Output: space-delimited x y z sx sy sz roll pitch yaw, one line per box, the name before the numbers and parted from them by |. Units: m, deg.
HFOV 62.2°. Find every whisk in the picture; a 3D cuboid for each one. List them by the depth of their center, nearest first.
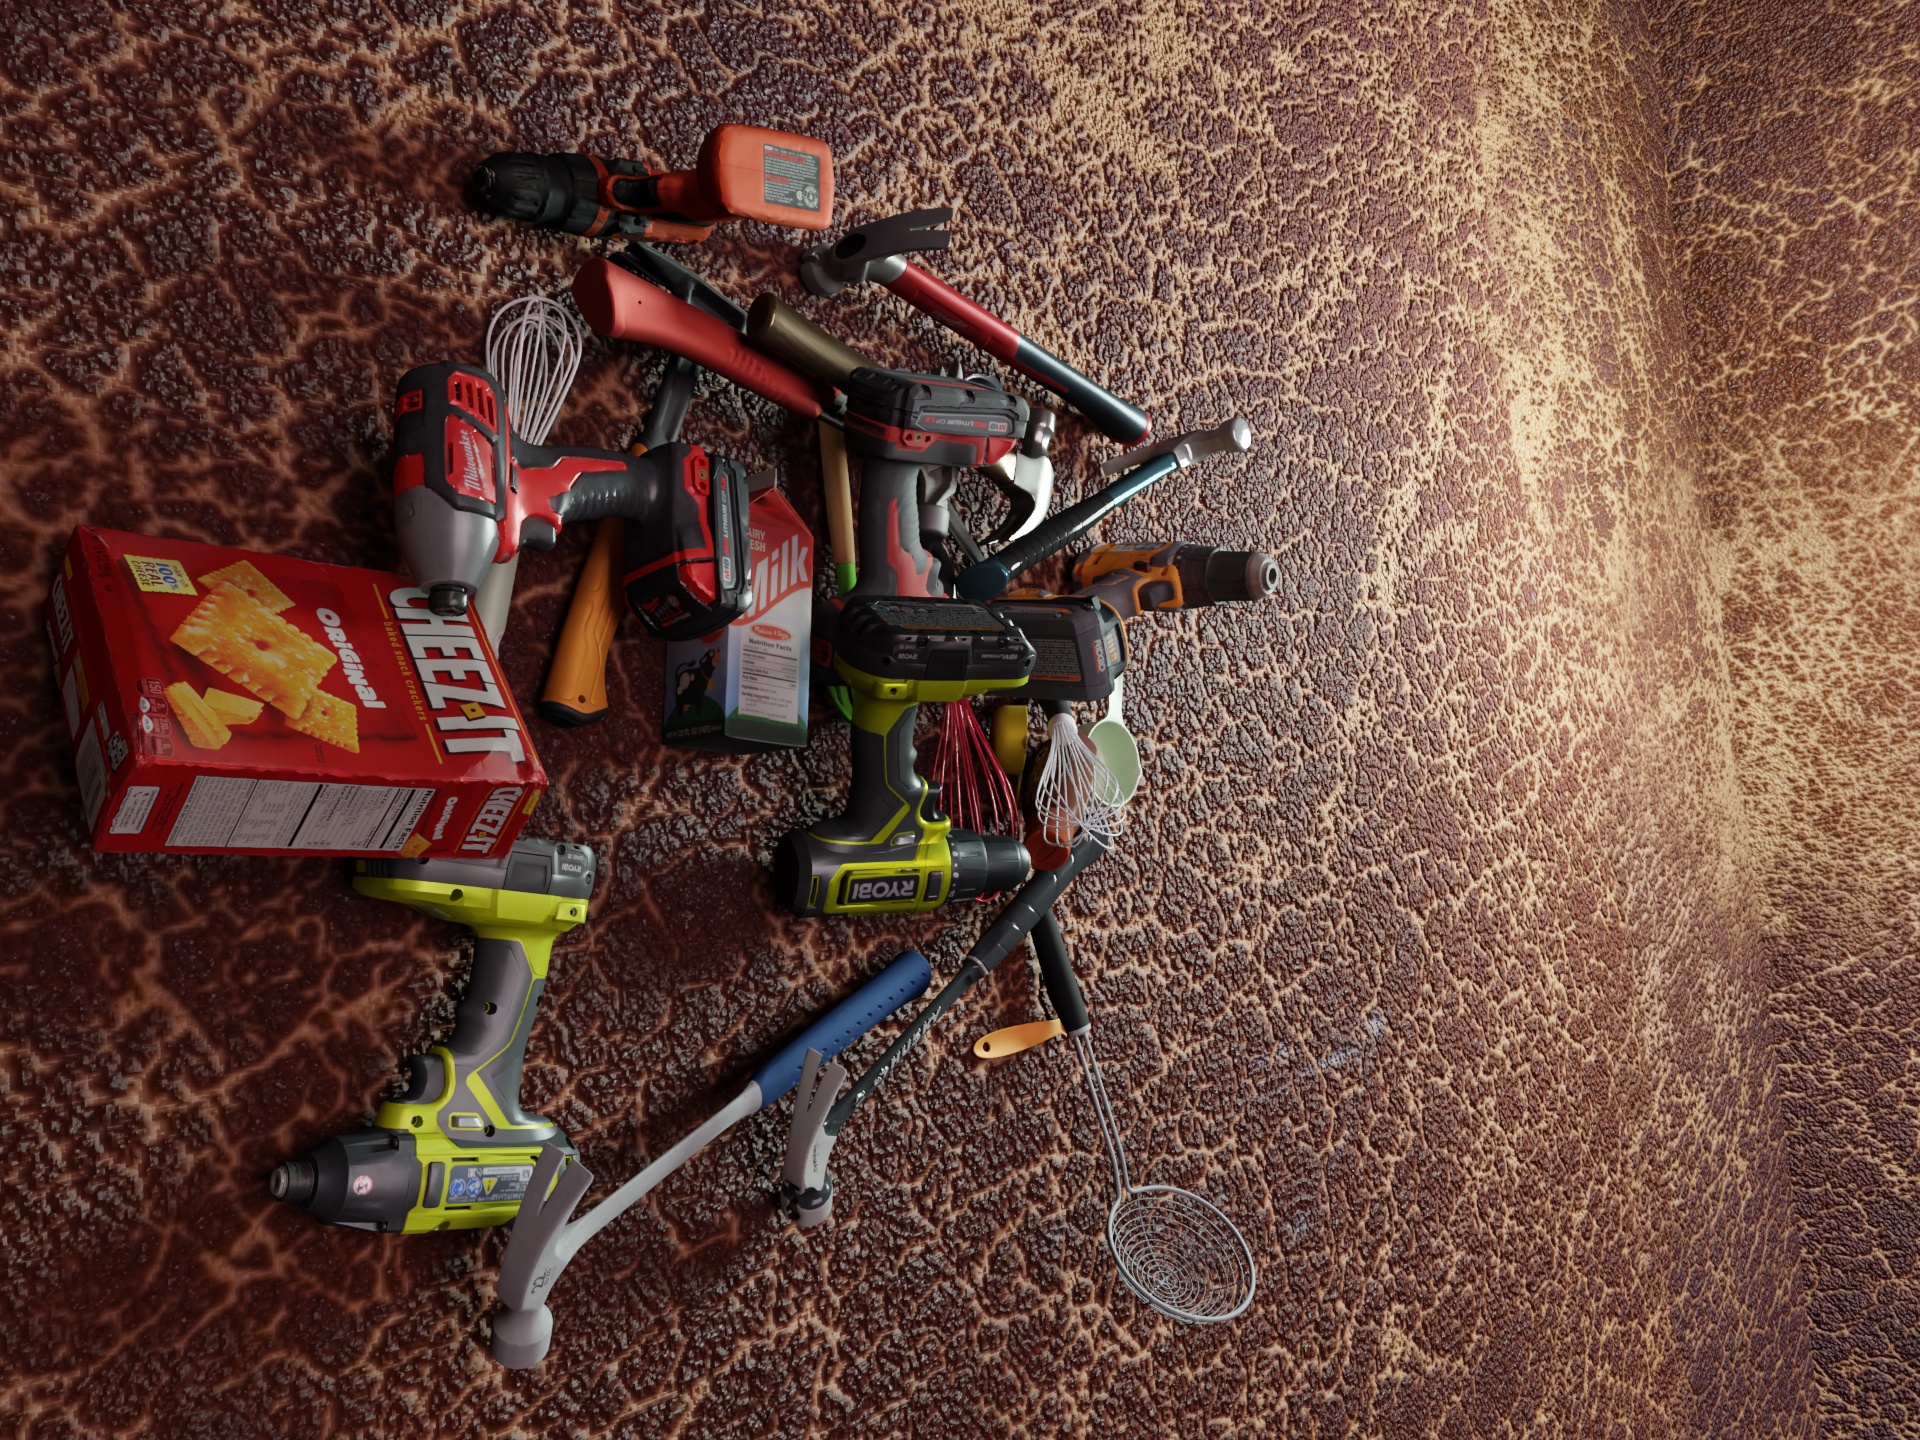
whisk | -0.282 -0.151 0.996 0.059 0.058 0.246 9 78 -10
whisk | 0.082 0.020 1.241 0.070 0.070 0.285 58 10 -22
whisk | -0.002 -0.004 1.253 0.073 0.073 0.296 0 77 -46

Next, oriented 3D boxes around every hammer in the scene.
hammer | -0.140 0.245 1.029 0.405 0.035 0.144 -30 143 -53
hammer | -0.221 -0.154 1.062 0.127 0.034 0.337 32 62 -39
hammer | -0.121 -0.249 1.135 0.358 0.037 0.149 19 70 -49
hammer | 0.001 0.189 1.185 0.409 0.036 0.149 -42 150 -42
hammer | -0.034 -0.228 1.188 0.331 0.031 0.130 22 68 -48
hammer | 0.053 -0.311 1.311 0.386 0.143 0.038 19 74 -47
hammer | 0.113 -0.180 1.351 0.331 0.128 0.033 -36 109 -40

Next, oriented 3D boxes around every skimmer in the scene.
skimmer | 0.136 0.305 1.288 0.127 0.090 0.363 -16 87 -45

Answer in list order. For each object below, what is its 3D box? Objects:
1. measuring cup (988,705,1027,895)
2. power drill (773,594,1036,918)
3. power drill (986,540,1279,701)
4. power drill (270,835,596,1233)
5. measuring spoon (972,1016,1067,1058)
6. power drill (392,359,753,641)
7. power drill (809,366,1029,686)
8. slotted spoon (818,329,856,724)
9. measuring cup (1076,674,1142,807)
measuring cup | 0.032 0.064 1.292 0.029 0.062 0.156 7 92 -3
power drill | -0.022 0.033 1.120 0.190 0.080 0.228 0 115 -27
power drill | 0.139 -0.092 1.312 0.226 0.185 0.084 -34 119 -45
power drill | -0.293 0.175 0.906 0.171 0.080 0.223 15 76 -45
measuring spoon | 0.051 0.258 1.298 0.117 0.011 0.021 -5 80 -43
power drill | -0.233 -0.117 0.950 0.219 0.078 0.143 11 69 -46
power drill | -0.017 -0.130 1.149 0.187 0.080 0.226 -2 111 -37
slotted spoon | -0.089 -0.143 1.204 0.070 0.031 0.314 -1 83 -46
measuring cup | 0.121 -0.005 1.392 0.083 0.038 0.168 18 69 -43
